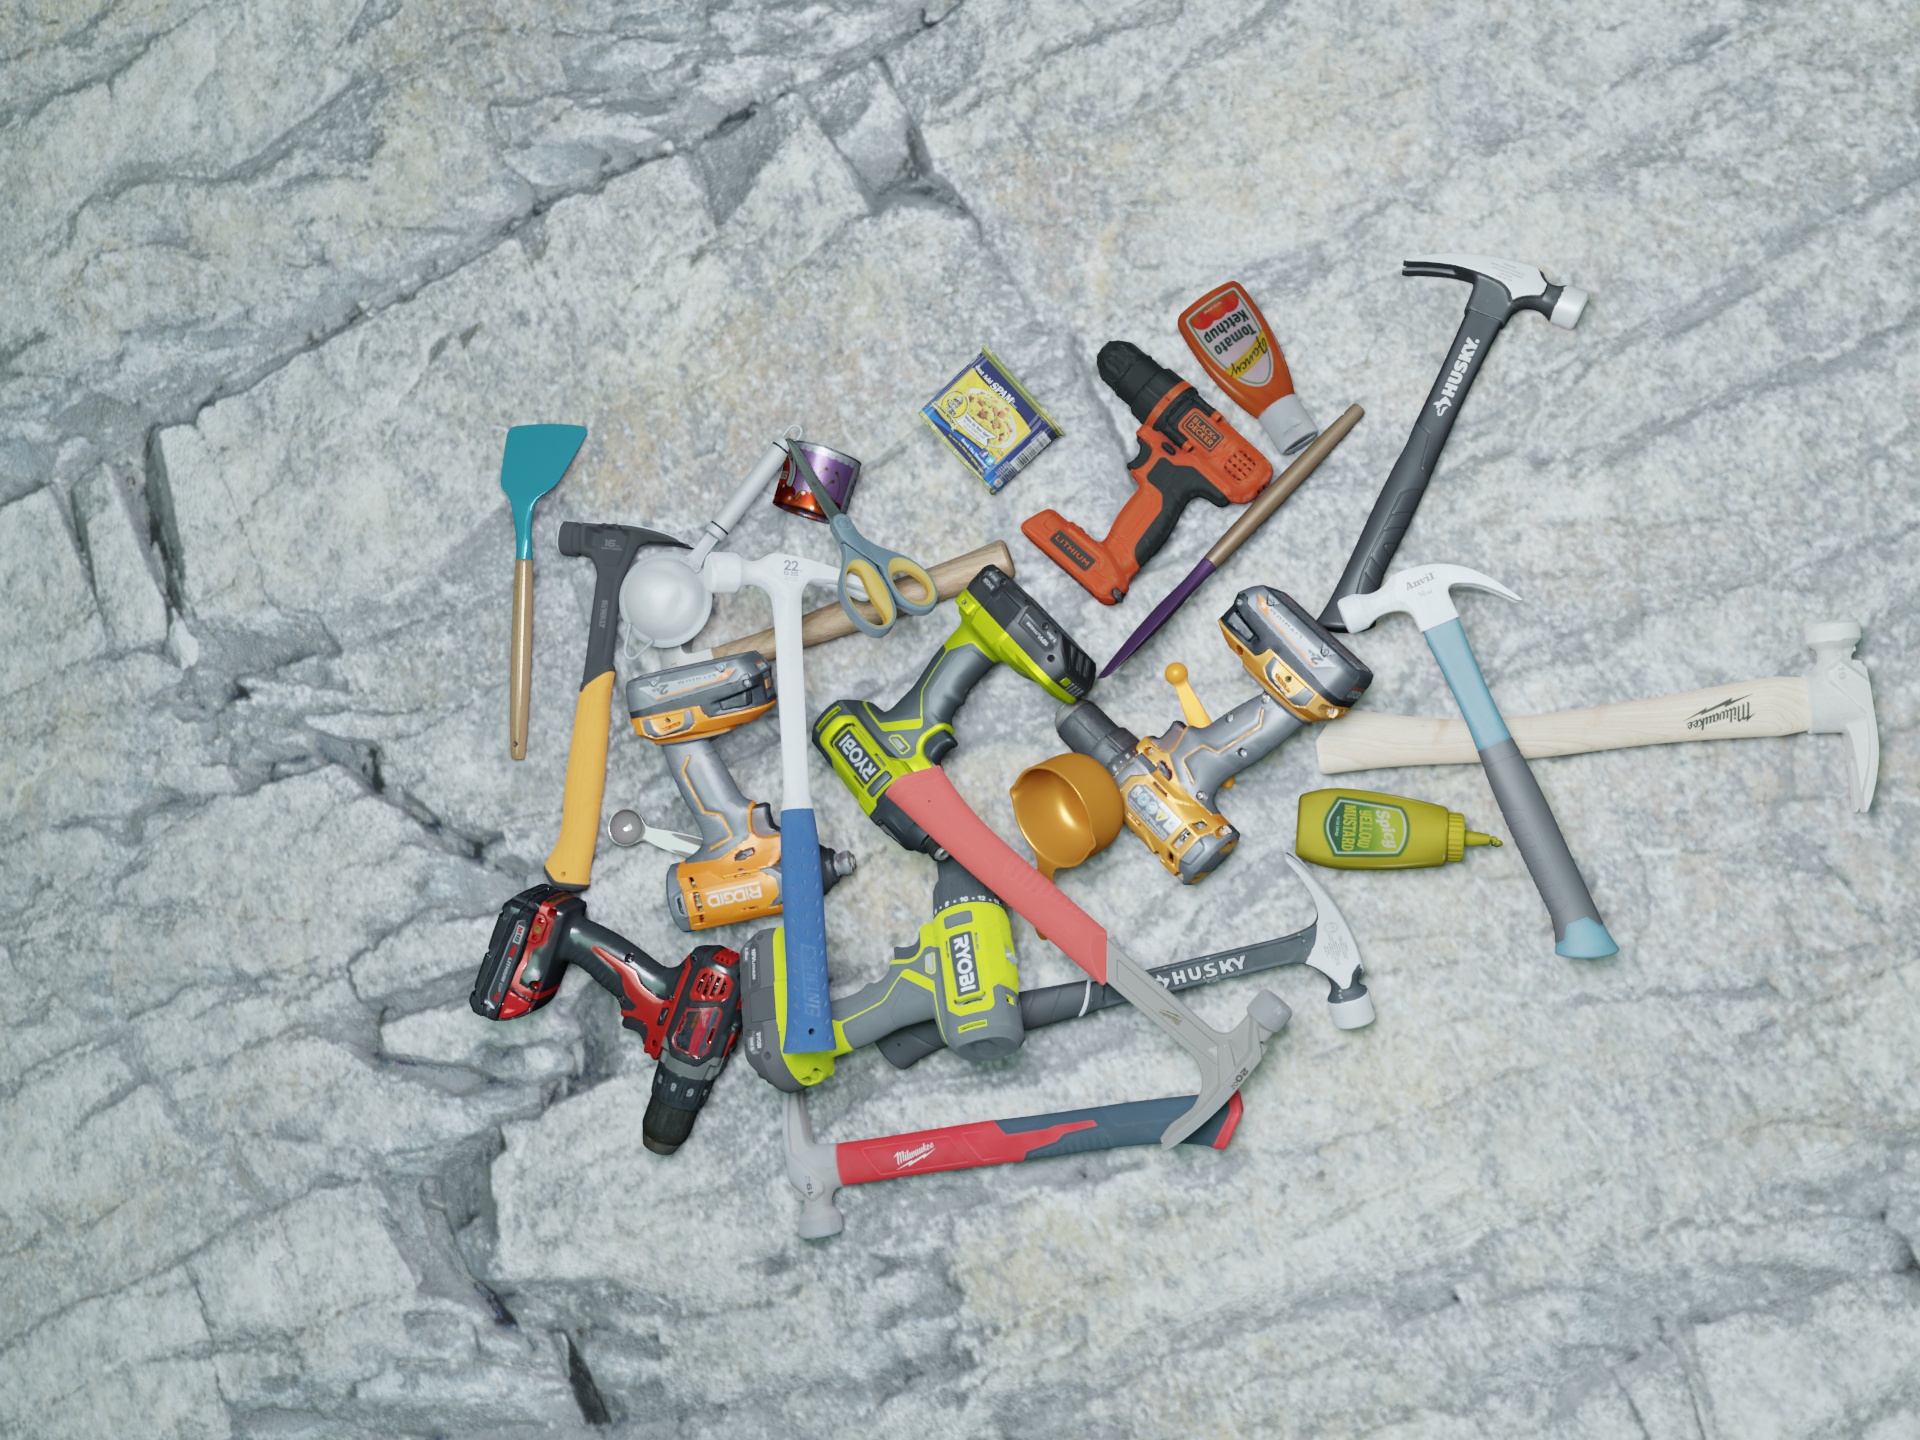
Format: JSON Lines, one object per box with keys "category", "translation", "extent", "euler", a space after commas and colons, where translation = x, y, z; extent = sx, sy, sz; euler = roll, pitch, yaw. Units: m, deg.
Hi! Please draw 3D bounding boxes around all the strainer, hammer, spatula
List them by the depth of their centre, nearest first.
{"category": "hammer", "translation": [0.418, 0.031, 1.231], "extent": [0.128, 0.033, 0.331], "euler": [-24, 82, 12]}
{"category": "hammer", "translation": [0.491, 0.017, 1.250], "extent": [0.410, 0.038, 0.146], "euler": [-6, 84, 13]}
{"category": "hammer", "translation": [0.080, 0.171, 1.257], "extent": [0.359, 0.036, 0.149], "euler": [40, 96, 3]}
{"category": "hammer", "translation": [-0.127, 0.061, 1.287], "extent": [0.144, 0.035, 0.406], "euler": [0, 78, -22]}
{"category": "hammer", "translation": [0.373, -0.224, 1.302], "extent": [0.146, 0.035, 0.335], "euler": [25, 91, 14]}
{"category": "hammer", "translation": [0.120, 0.219, 1.305], "extent": [0.409, 0.036, 0.149], "euler": [-15, 95, 14]}
{"category": "spatula", "translation": [0.223, -0.148, 1.315], "extent": [0.018, 0.060, 0.316], "euler": [44, 86, -5]}
{"category": "hammer", "translation": [0.039, 0.333, 1.322], "extent": [0.386, 0.038, 0.143], "euler": [-11, 80, 12]}
{"category": "hammer", "translation": [-0.111, -0.090, 1.404], "extent": [0.331, 0.031, 0.130], "euler": [-19, 81, 10]}
{"category": "strainer", "translation": [-0.222, -0.162, 1.407], "extent": [0.087, 0.050, 0.258], "euler": [36, 84, 10]}
{"category": "hammer", "translation": [-0.325, -0.012, 1.445], "extent": [0.127, 0.034, 0.337], "euler": [6, 86, 15]}
{"category": "spatula", "translation": [-0.400, -0.122, 1.480], "extent": [0.082, 0.044, 0.317], "euler": [2, 89, 13]}

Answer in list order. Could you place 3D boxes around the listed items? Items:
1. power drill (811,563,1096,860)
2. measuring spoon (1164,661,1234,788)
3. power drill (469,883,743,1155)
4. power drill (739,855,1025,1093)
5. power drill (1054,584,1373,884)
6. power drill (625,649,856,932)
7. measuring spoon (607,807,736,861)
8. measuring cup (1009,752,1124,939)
{"category": "power drill", "translation": [-0.002, -0.004, 1.328], "extent": [0.223, 0.080, 0.171], "euler": [-46, 57, 8]}
{"category": "measuring spoon", "translation": [0.200, 0.004, 1.330], "extent": [0.021, 0.011, 0.117], "euler": [-25, 79, 10]}
{"category": "power drill", "translation": [-0.305, 0.258, 1.386], "extent": [0.227, 0.080, 0.188], "euler": [21, 97, 6]}
{"category": "power drill", "translation": [-0.064, 0.203, 1.320], "extent": [0.228, 0.080, 0.191], "euler": [-18, 56, 14]}
{"category": "power drill", "translation": [0.196, -0.006, 1.288], "extent": [0.185, 0.084, 0.226], "euler": [47, 109, 21]}
{"category": "power drill", "translation": [-0.187, 0.059, 1.364], "extent": [0.164, 0.084, 0.226], "euler": [-12, 97, 7]}
{"category": "measuring spoon", "translation": [-0.257, 0.109, 1.429], "extent": [0.124, 0.018, 0.034], "euler": [16, 88, 7]}
{"category": "measuring cup", "translation": [0.088, 0.105, 1.313], "extent": [0.095, 0.052, 0.173], "euler": [31, 132, 36]}
